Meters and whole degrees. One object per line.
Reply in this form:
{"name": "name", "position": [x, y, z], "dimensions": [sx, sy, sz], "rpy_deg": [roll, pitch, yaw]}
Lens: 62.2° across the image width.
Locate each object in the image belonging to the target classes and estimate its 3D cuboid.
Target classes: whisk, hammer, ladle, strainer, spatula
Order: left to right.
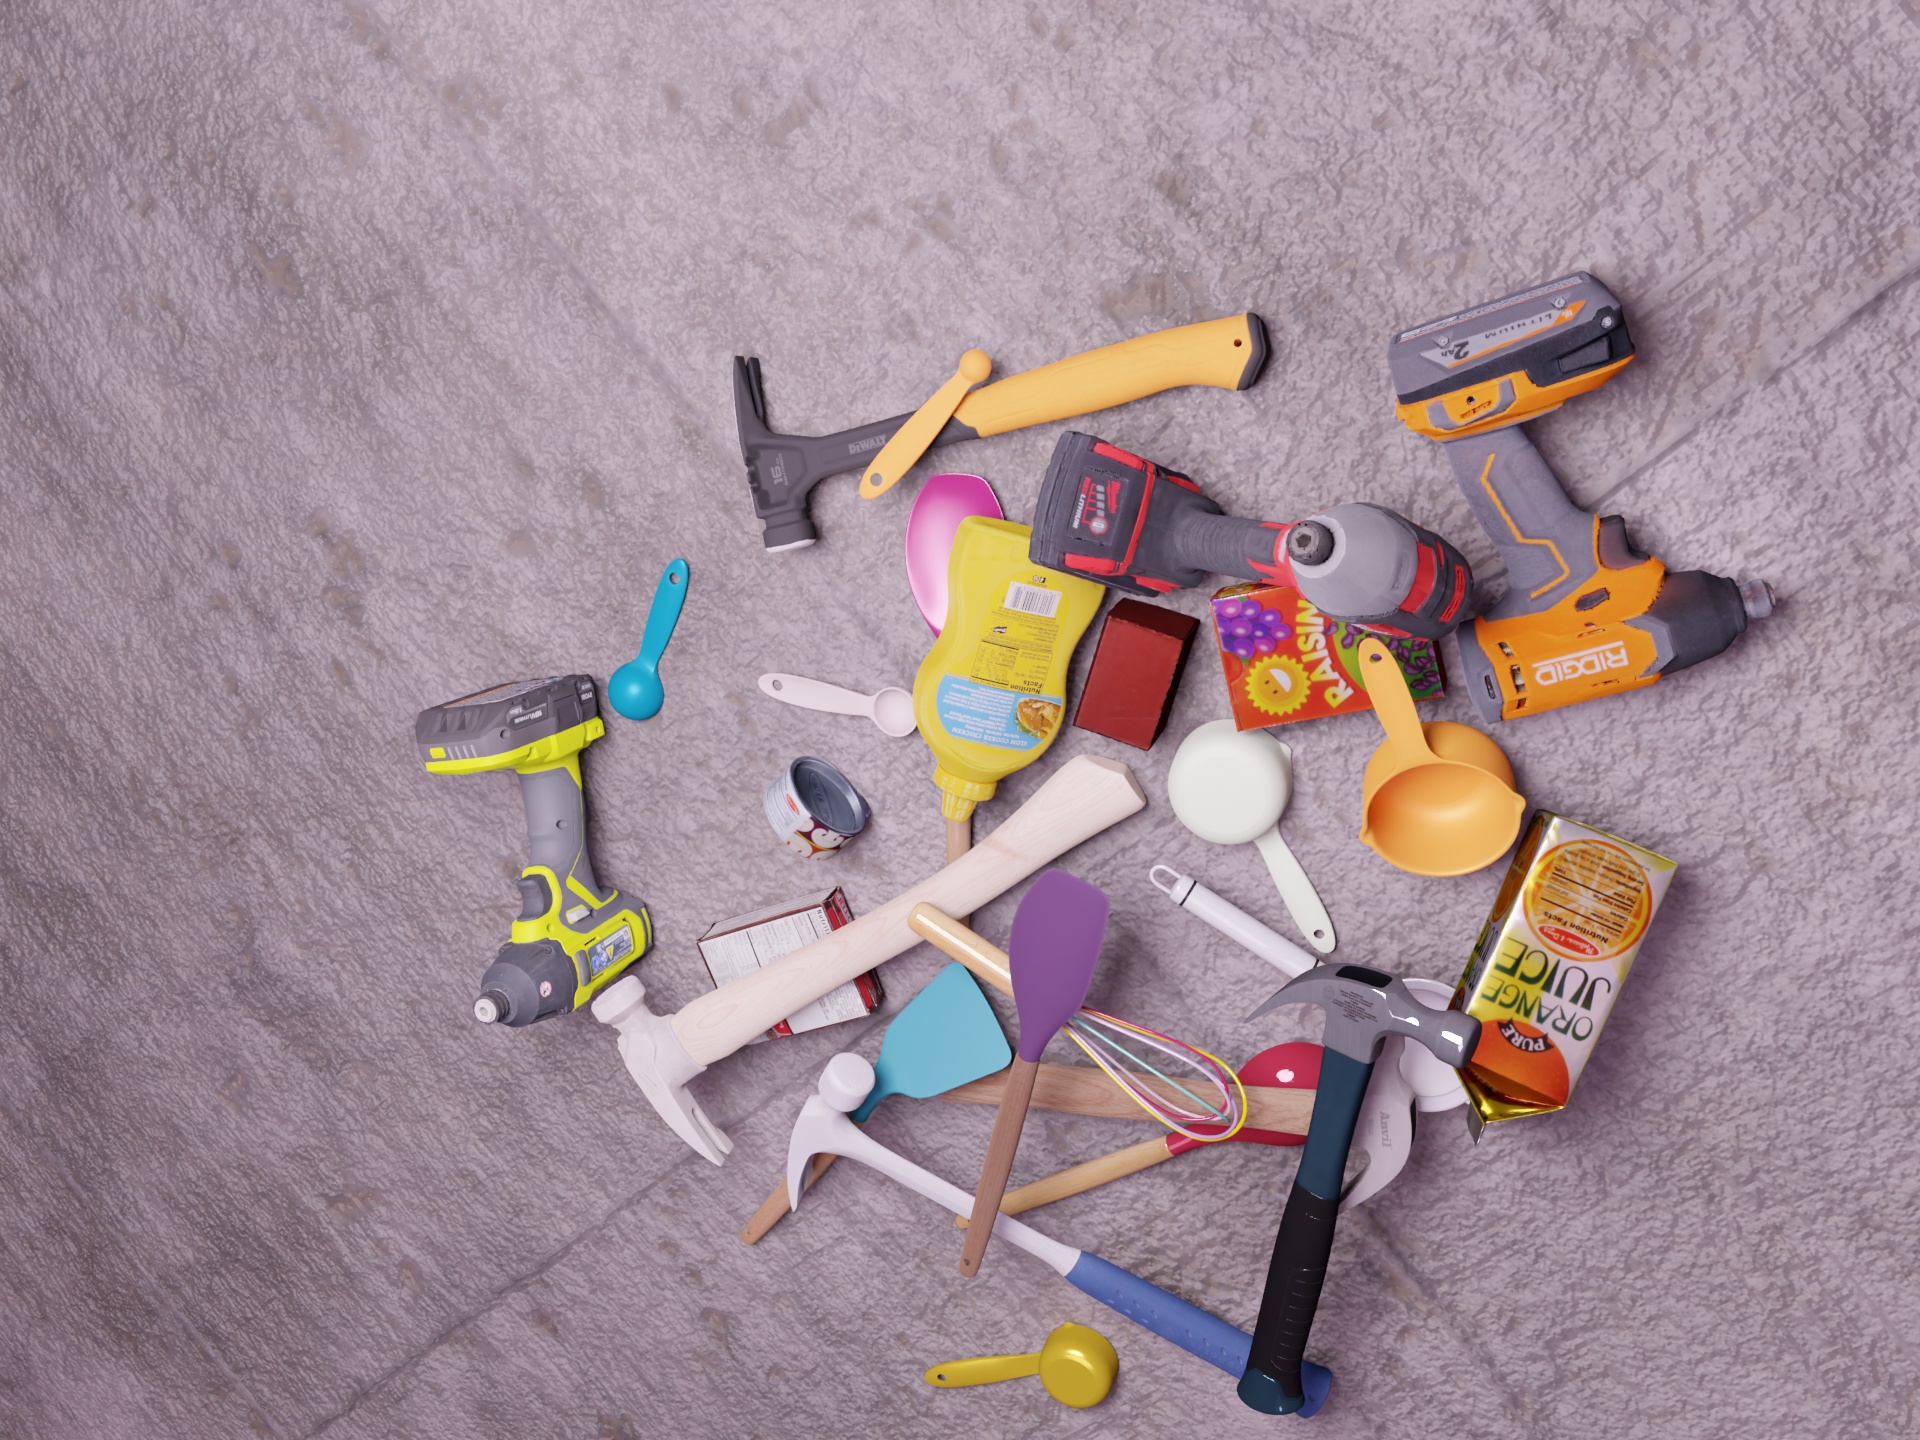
{"name": "spatula", "position": [-0.077, 0.297, 1.149], "dimensions": [0.317, 0.044, 0.082], "rpy_deg": [-52, 56, 34]}
{"name": "hammer", "position": [-0.052, 0.153, 1.070], "dimensions": [0.410, 0.038, 0.146], "rpy_deg": [-32, 96, 15]}
{"name": "hammer", "position": [0.019, -0.198, 0.969], "dimensions": [0.337, 0.034, 0.127], "rpy_deg": [-11, 95, 20]}
{"name": "spatula", "position": [0.035, 0.230, 1.003], "dimensions": [0.060, 0.018, 0.315], "rpy_deg": [25, 118, 25]}
{"name": "hammer", "position": [0.065, 0.371, 1.096], "dimensions": [0.405, 0.035, 0.144], "rpy_deg": [29, 127, 0]}
{"name": "whisk", "position": [0.072, 0.185, 1.005], "dimensions": [0.245, 0.051, 0.047], "rpy_deg": [32, 95, 13]}
{"name": "ladle", "position": [0.123, 0.298, 1.093], "dimensions": [0.315, 0.031, 0.069], "rpy_deg": [-29, 93, 26]}
{"name": "hammer", "position": [0.131, 0.250, 1.043], "dimensions": [0.331, 0.031, 0.130], "rpy_deg": [-2, 104, 30]}
{"name": "hammer", "position": [0.215, 0.292, 0.961], "dimensions": [0.128, 0.033, 0.330], "rpy_deg": [23, 119, 33]}
{"name": "strainer", "position": [0.231, 0.162, 0.998], "dimensions": [0.258, 0.050, 0.087], "rpy_deg": [33, 111, 7]}

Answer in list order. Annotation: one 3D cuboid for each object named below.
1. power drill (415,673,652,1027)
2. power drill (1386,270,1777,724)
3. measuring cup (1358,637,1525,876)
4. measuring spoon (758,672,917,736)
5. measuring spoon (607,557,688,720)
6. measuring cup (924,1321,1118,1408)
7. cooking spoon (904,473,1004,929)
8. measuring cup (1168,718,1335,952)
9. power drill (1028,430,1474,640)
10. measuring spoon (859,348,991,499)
{"name": "power drill", "position": [-0.294, 0.090, 1.098], "dimensions": [0.080, 0.171, 0.223], "rpy_deg": [-6, 101, 22]}
{"name": "power drill", "position": [0.334, -0.120, 0.864], "dimensions": [0.164, 0.084, 0.226], "rpy_deg": [-15, 105, 22]}
{"name": "measuring cup", "position": [0.262, 0.010, 0.916], "dimensions": [0.095, 0.052, 0.173], "rpy_deg": [-17, 120, 24]}
{"name": "measuring spoon", "position": [-0.081, -0.017, 1.077], "dimensions": [0.124, 0.018, 0.034], "rpy_deg": [12, 112, 23]}
{"name": "measuring spoon", "position": [-0.217, -0.054, 1.105], "dimensions": [0.042, 0.021, 0.128], "rpy_deg": [28, 114, 9]}
{"name": "measuring cup", "position": [0.040, 0.485, 1.174], "dimensions": [0.156, 0.029, 0.062], "rpy_deg": [-16, 100, 21]}
{"name": "cooking spoon", "position": [-0.002, -0.003, 1.048], "dimensions": [0.069, 0.017, 0.318], "rpy_deg": [5, 107, 16]}
{"name": "measuring cup", "position": [0.189, 0.079, 0.995], "dimensions": [0.083, 0.038, 0.167], "rpy_deg": [-28, 95, 24]}
{"name": "power drill", "position": [0.151, -0.096, 0.862], "dimensions": [0.220, 0.143, 0.078], "rpy_deg": [19, 96, 41]}
{"name": "measuring spoon", "position": [-0.024, -0.178, 0.961], "dimensions": [0.021, 0.011, 0.117], "rpy_deg": [46, 109, 7]}
